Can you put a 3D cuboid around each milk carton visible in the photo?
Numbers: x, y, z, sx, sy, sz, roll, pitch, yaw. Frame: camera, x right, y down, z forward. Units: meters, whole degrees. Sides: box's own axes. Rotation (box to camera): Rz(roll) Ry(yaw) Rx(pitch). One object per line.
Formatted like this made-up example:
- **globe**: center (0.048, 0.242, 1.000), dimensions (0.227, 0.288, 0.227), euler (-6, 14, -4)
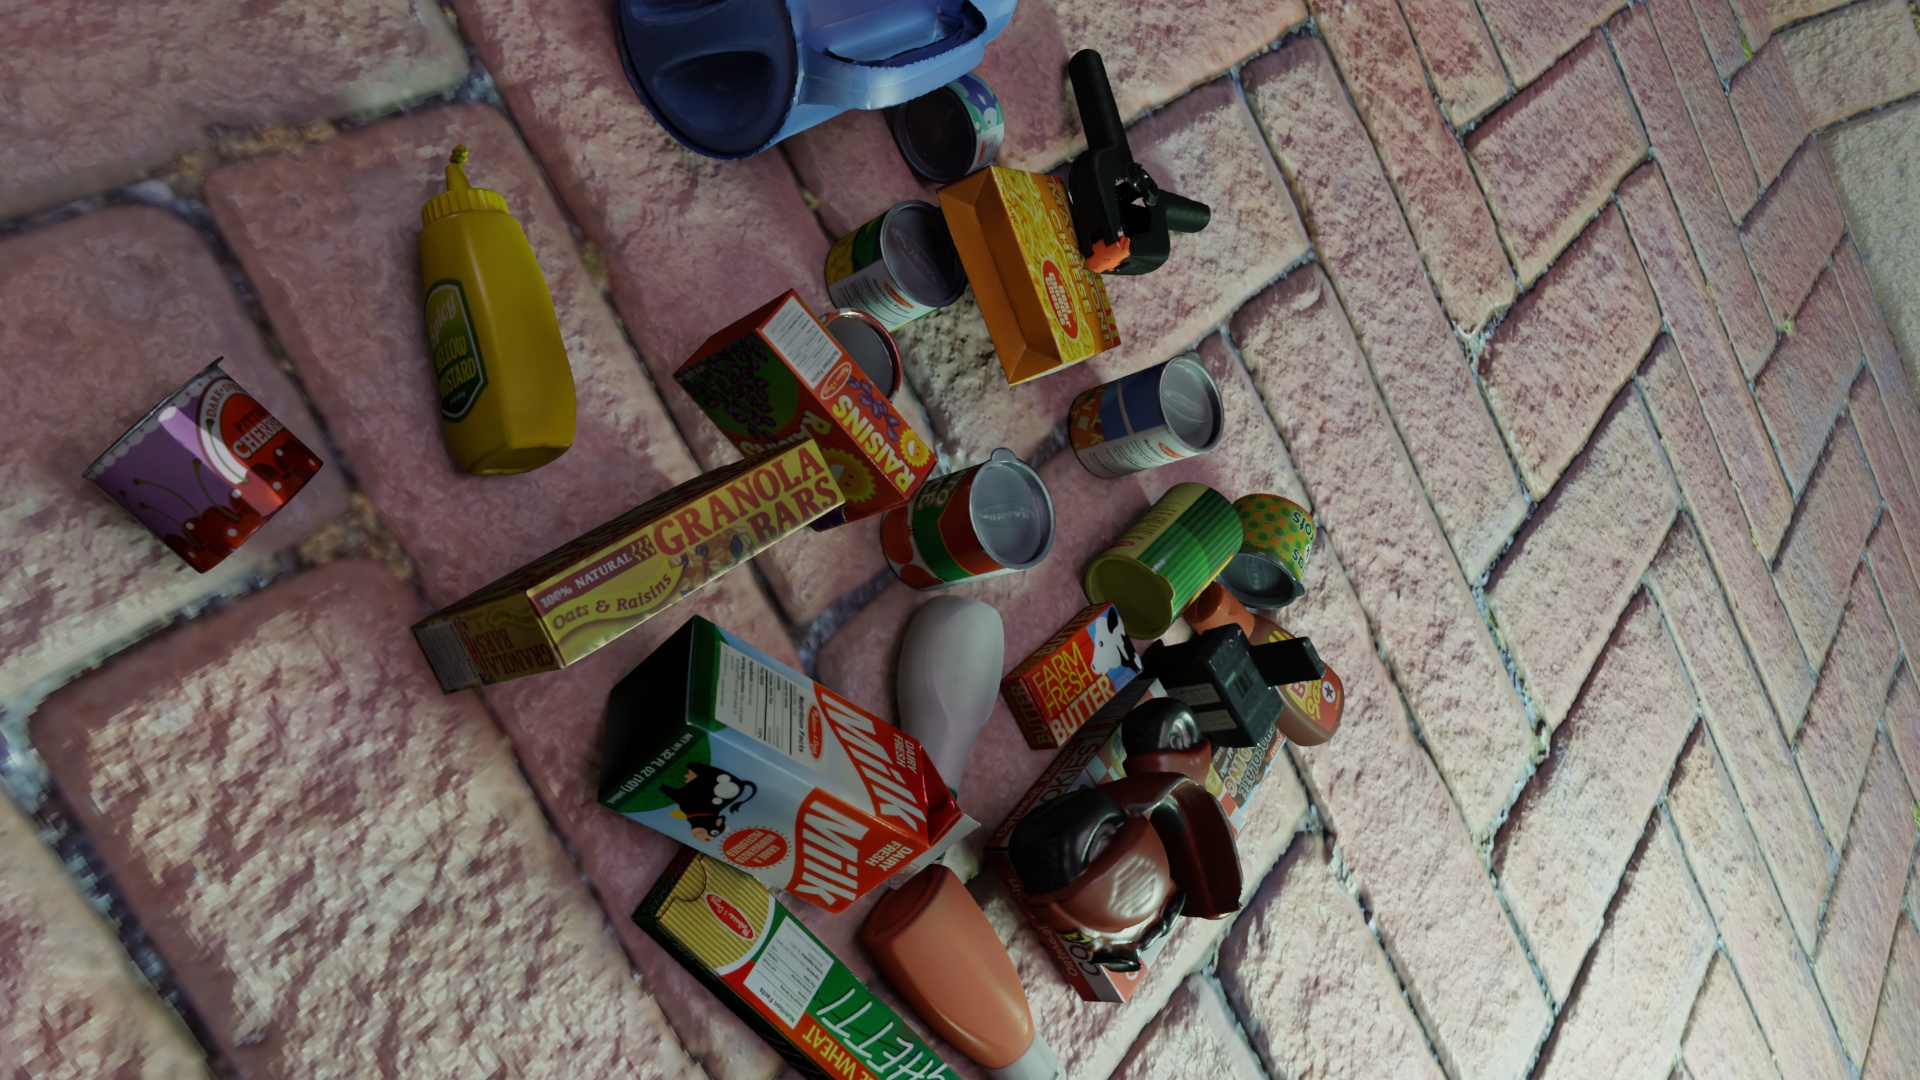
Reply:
- **milk carton**: center (-0.080, 0.124, 0.699), dimensions (0.190, 0.072, 0.074), euler (34, 29, -30)

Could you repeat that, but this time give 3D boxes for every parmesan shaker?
- **parmesan shaker**: center (0.141, 0.012, 0.936), dimensions (0.103, 0.071, 0.071), euler (-39, 106, -40)

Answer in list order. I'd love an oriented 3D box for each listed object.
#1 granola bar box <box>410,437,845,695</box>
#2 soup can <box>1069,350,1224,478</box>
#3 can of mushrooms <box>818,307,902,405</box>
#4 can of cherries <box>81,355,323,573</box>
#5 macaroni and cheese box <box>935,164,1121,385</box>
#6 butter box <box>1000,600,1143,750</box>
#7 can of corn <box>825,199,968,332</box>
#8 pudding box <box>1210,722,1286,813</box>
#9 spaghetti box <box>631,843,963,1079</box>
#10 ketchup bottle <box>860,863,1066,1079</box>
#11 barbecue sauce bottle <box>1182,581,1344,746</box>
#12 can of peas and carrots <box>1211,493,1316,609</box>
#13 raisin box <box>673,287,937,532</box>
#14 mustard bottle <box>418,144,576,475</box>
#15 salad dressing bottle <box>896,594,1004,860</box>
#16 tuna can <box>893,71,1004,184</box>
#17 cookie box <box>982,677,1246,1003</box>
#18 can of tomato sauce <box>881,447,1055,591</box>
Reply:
- **granola bar box**: center (-0.153, 0.010, 0.645), dimensions (0.166, 0.124, 0.039), euler (-34, 104, -41)
- **soup can**: center (0.125, -0.084, 0.939), dimensions (0.071, 0.083, 0.071), euler (12, 72, -39)
- **can of mushrooms**: center (-0.067, -0.101, 0.809), dimensions (0.071, 0.033, 0.071), euler (12, 71, -38)
- **can of cherries**: center (-0.302, -0.030, 0.561), dimensions (0.058, 0.071, 0.072), euler (49, 53, -22)
- **macaroni and cheese box**: center (0.049, -0.169, 0.878), dimensions (0.123, 0.040, 0.167), euler (69, 22, -5)
- **butter box**: center (0.073, 0.086, 0.890), dimensions (0.104, 0.024, 0.053), euler (-35, 103, -41)
- **can of corn**: center (-0.037, -0.165, 0.834), dimensions (0.071, 0.058, 0.071), euler (12, 72, -39)
- **pudding box**: center (0.190, 0.150, 0.972), dimensions (0.084, 0.030, 0.049), euler (-46, 110, -38)
- **spaghetti box**: center (-0.067, 0.253, 0.722), dimensions (0.249, 0.028, 0.050), euler (50, 52, -20)
- **ketchup bottle**: center (0.007, 0.255, 0.776), dimensions (0.065, 0.043, 0.148), euler (-45, 109, -38)
- **barbecue sauce bottle**: center (0.219, 0.086, 1.004), dimensions (0.148, 0.043, 0.065), euler (41, 50, -26)
- **can of peas and carrots**: center (0.222, 0.008, 1.009), dimensions (0.071, 0.071, 0.059), euler (43, 54, -25)
- **raisin box**: center (-0.083, -0.066, 0.751), dimensions (0.123, 0.086, 0.040), euler (49, 51, -21)
- **mustard bottle**: center (-0.225, -0.113, 0.657), dimensions (0.049, 0.065, 0.160), euler (-7, 78, -47)
- **salad dressing bottle**: center (-0.012, 0.107, 0.798), dimensions (0.064, 0.044, 0.148), euler (29, 63, -35)
- **tuna can**: center (-0.009, -0.265, 0.881), dimensions (0.033, 0.071, 0.071), euler (-38, 105, -41)
- **cookie box**: center (0.101, 0.187, 0.879), dimensions (0.168, 0.040, 0.122), euler (-43, 107, -40)
- **can of tomato sauce**: center (0.003, -0.010, 0.813), dimensions (0.071, 0.083, 0.071), euler (12, 72, -39)
